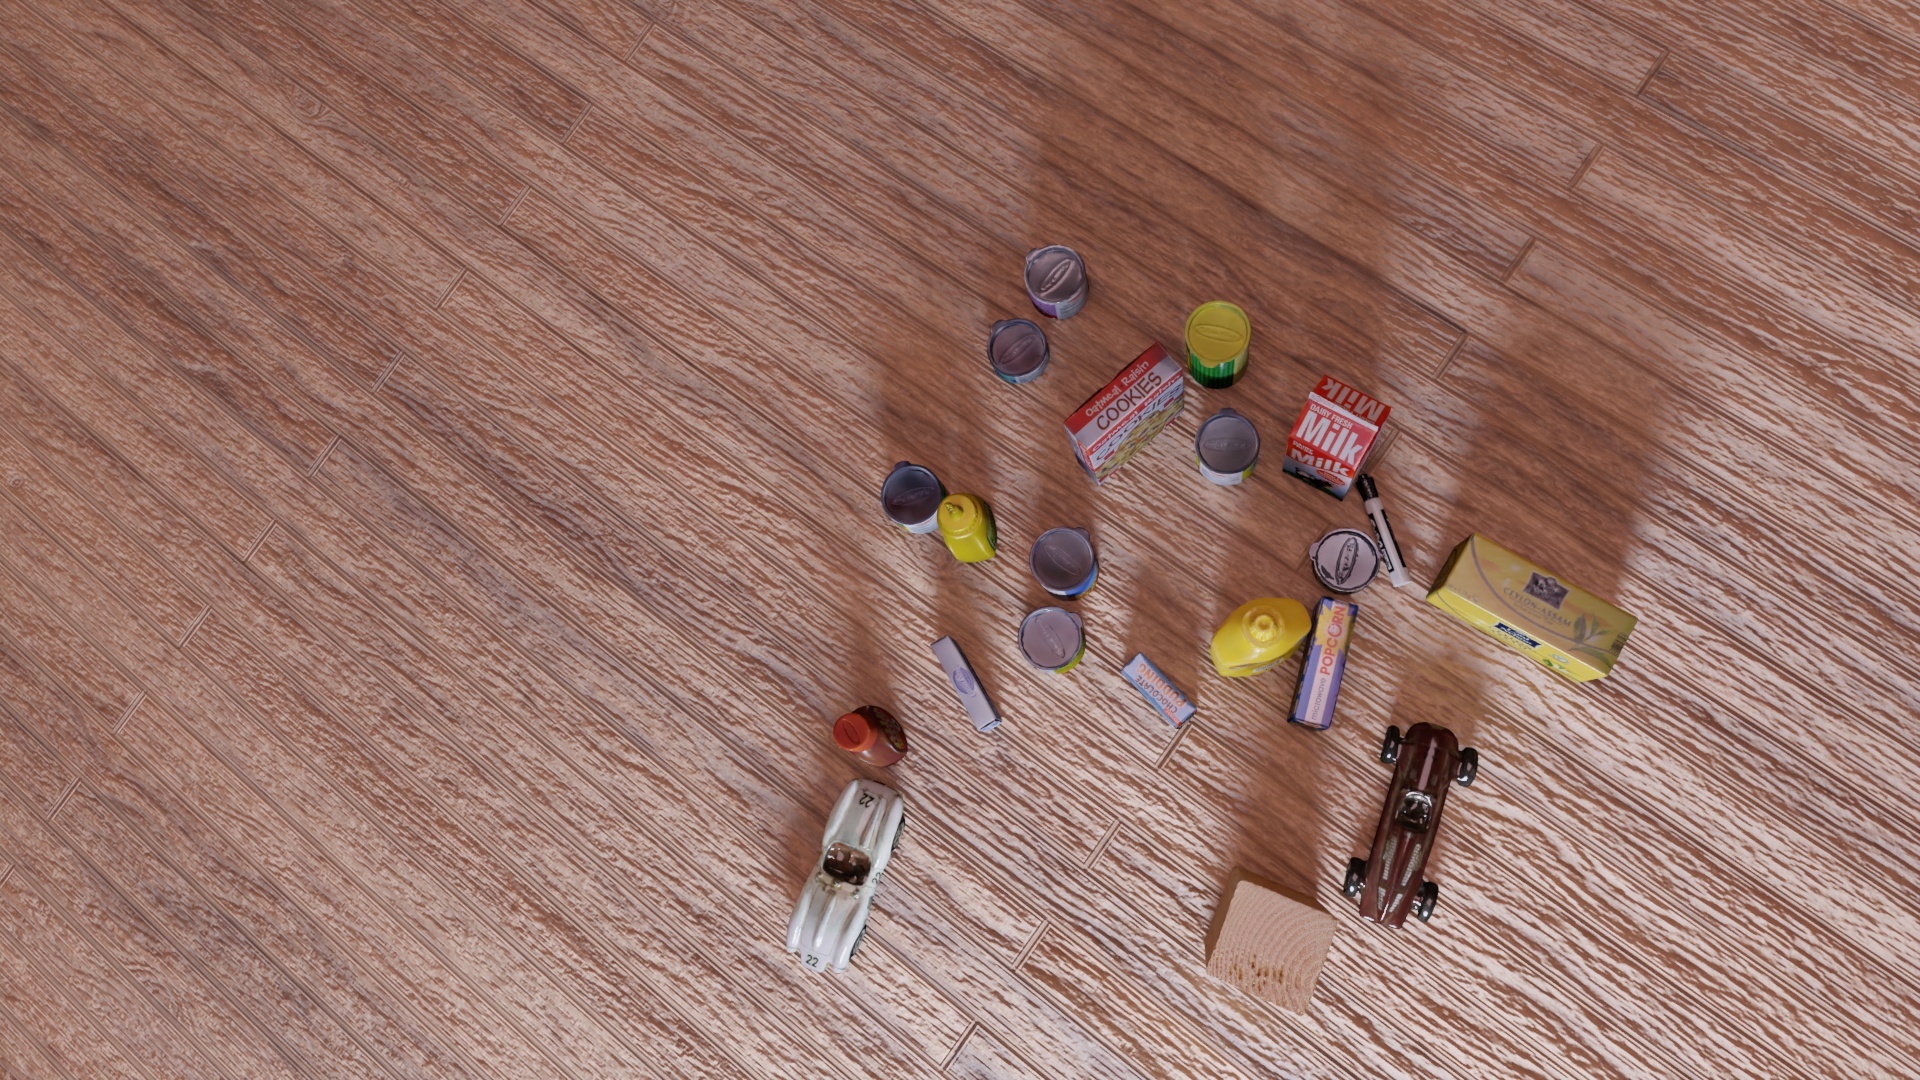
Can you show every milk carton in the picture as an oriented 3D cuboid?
[{"bbox_3d":[0.368,-0.103,1.363,0.072,0.190,0.073,30,86,13],"label":"milk carton"}]

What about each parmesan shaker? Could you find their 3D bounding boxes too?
[{"bbox_3d":[0.266,-0.199,1.443,0.071,0.103,0.071,-2,80,10],"label":"parmesan shaker"}]

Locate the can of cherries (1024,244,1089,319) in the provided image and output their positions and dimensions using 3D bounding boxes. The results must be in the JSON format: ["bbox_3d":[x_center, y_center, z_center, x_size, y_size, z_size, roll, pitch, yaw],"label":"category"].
[{"bbox_3d":[0.104,-0.282,1.509,0.071,0.058,0.071,-2,80,9],"label":"can of cherries"}]

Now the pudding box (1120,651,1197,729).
[{"bbox_3d":[0.202,0.153,1.416,0.030,0.049,0.084,-44,76,0],"label":"pudding box"}]

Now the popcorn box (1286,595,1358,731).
[{"bbox_3d":[0.358,0.124,1.377,0.038,0.085,0.127,14,82,12],"label":"popcorn box"}]

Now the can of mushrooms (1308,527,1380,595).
[{"bbox_3d":[0.390,0.021,1.417,0.071,0.033,0.071,-2,79,9],"label":"can of mushrooms"}]

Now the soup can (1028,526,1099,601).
[{"bbox_3d":[0.111,0.024,1.438,0.071,0.083,0.071,-2,80,10],"label":"soup can"}]

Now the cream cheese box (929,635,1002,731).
[{"bbox_3d":[0.007,0.149,1.448,0.024,0.053,0.104,-31,76,3],"label":"cream cheese box"}]

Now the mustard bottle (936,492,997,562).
[{"bbox_3d":[0.005,-0.018,1.425,0.049,0.160,0.065,-8,79,9],"label":"mustard bottle"}]

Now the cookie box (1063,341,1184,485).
[{"bbox_3d":[0.168,-0.127,1.413,0.123,0.167,0.040,-41,76,1],"label":"cookie box"}]

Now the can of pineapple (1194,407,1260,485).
[{"bbox_3d":[0.278,-0.096,1.445,0.071,0.058,0.071,-2,80,9],"label":"can of pineapple"}]

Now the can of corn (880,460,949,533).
[{"bbox_3d":[-0.048,-0.046,1.492,0.071,0.058,0.071,-2,80,9],"label":"can of corn"}]

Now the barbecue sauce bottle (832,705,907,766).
[{"bbox_3d":[-0.094,0.197,1.408,0.043,0.148,0.065,-34,76,3],"label":"barbecue sauce bottle"}]

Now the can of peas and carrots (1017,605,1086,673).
[{"bbox_3d":[0.097,0.102,1.439,0.071,0.058,0.071,-2,80,9],"label":"can of peas and carrots"}]

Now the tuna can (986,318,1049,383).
[{"bbox_3d":[0.062,-0.208,1.516,0.071,0.033,0.071,-2,79,9],"label":"tuna can"}]
